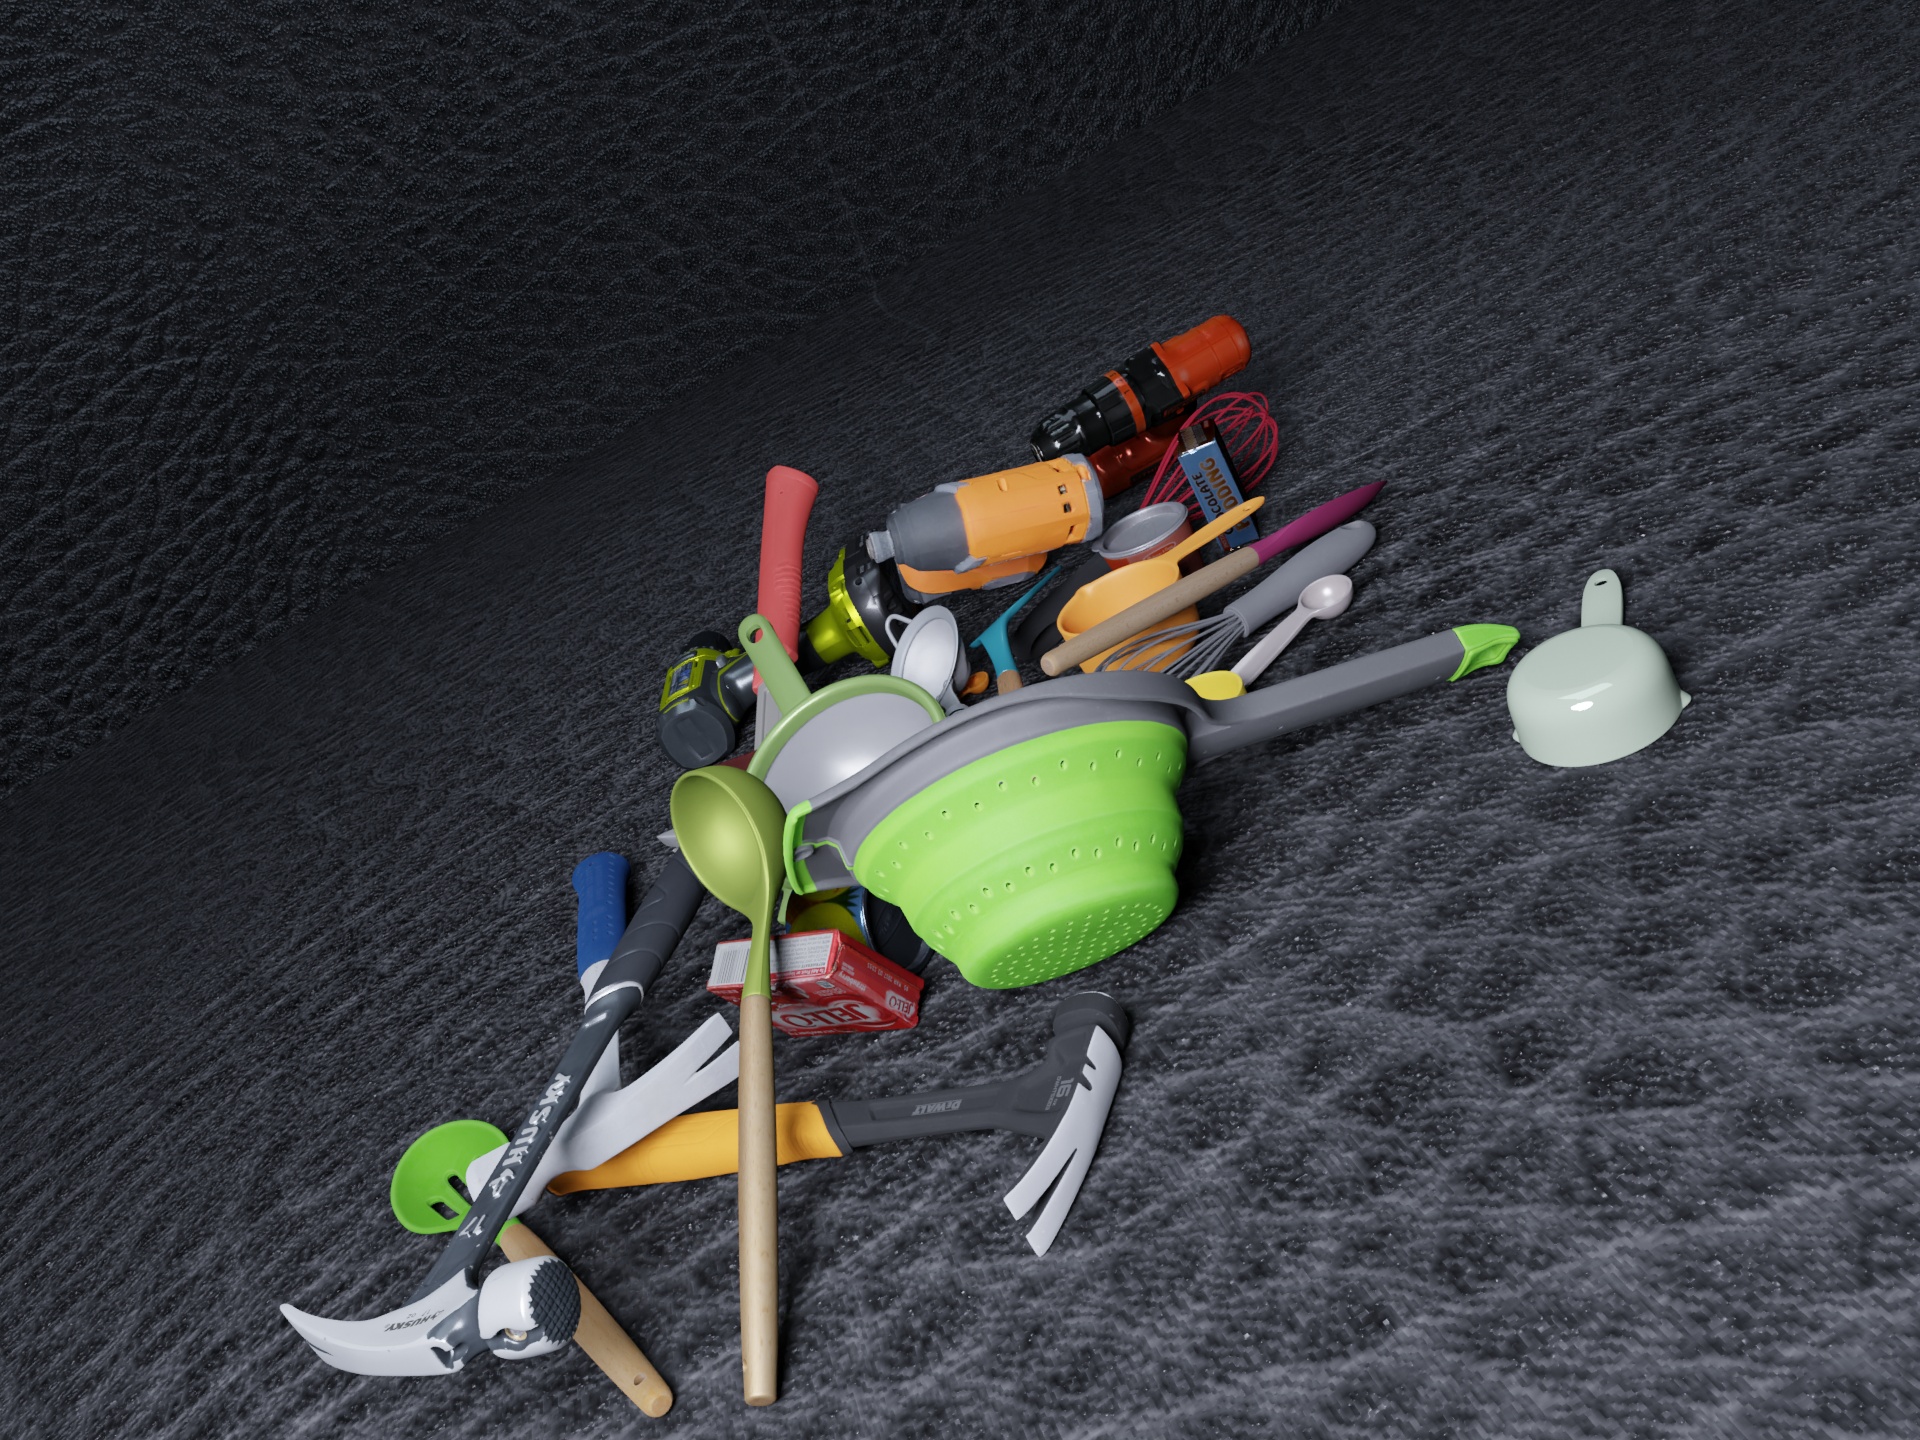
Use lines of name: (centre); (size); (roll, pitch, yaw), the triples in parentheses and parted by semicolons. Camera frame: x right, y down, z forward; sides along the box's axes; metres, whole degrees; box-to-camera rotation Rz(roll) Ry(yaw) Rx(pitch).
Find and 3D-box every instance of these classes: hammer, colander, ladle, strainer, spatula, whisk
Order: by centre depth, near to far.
ladle: (-0.107, 0.154, 0.744); (0.078, 0.062, 0.321); (115, 156, -44)
hammer: (-0.083, 0.205, 0.765); (0.337, 0.034, 0.127); (-15, 26, 31)
colander: (0.115, 0.044, 0.784); (0.397, 0.204, 0.095); (-17, 66, -11)
hammer: (-0.185, 0.158, 0.801); (0.149, 0.036, 0.409); (-19, 23, 21)
hammer: (-0.212, 0.156, 0.962); (0.144, 0.035, 0.406); (-29, 18, -4)
whisk: (0.172, -0.062, 0.995); (0.239, 0.055, 0.055); (-33, 23, -18)
spatula: (0.043, -0.007, 1.016); (0.082, 0.044, 0.318); (-40, 30, 21)
strainer: (-0.081, 0.020, 1.023); (0.151, 0.069, 0.257); (-39, 46, 3)
strainer: (-0.002, -0.003, 1.064); (0.087, 0.050, 0.259); (-62, 27, 21)
whisk: (0.140, -0.145, 1.181); (0.296, 0.073, 0.073); (-45, 27, -19)
hammer: (-0.148, -0.060, 1.215); (0.149, 0.036, 0.359); (-19, 47, 18)

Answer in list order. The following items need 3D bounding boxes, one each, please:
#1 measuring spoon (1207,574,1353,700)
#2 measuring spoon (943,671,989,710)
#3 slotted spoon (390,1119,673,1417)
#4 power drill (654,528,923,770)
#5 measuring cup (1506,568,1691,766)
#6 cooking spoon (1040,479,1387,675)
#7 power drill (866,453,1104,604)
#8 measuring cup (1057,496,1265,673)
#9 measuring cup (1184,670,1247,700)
measuring spoon: (0.195, -0.043, 0.970); (0.124, 0.018, 0.034); (-43, 31, -12)
measuring spoon: (-0.026, 0.003, 1.137); (0.117, 0.011, 0.021); (-36, 29, -5)
slotted spoon: (-0.216, 0.271, 0.797); (0.070, 0.031, 0.314); (-41, 28, -24)
power drill: (-0.148, -0.065, 1.328); (0.228, 0.080, 0.191); (-29, 24, 10)
measuring cup: (0.313, -0.042, 0.790); (0.083, 0.038, 0.168); (-15, 30, 32)
cooking spoon: (0.166, -0.093, 1.001); (0.319, 0.017, 0.068); (-28, -3, -34)
power drill: (0.004, -0.138, 1.177); (0.164, 0.084, 0.226); (-14, 2, -8)
measuring cup: (0.146, -0.085, 1.058); (0.173, 0.052, 0.095); (-35, 24, -17)
measuring cup: (0.106, 0.029, 0.910); (0.156, 0.029, 0.062); (-40, 25, -15)
